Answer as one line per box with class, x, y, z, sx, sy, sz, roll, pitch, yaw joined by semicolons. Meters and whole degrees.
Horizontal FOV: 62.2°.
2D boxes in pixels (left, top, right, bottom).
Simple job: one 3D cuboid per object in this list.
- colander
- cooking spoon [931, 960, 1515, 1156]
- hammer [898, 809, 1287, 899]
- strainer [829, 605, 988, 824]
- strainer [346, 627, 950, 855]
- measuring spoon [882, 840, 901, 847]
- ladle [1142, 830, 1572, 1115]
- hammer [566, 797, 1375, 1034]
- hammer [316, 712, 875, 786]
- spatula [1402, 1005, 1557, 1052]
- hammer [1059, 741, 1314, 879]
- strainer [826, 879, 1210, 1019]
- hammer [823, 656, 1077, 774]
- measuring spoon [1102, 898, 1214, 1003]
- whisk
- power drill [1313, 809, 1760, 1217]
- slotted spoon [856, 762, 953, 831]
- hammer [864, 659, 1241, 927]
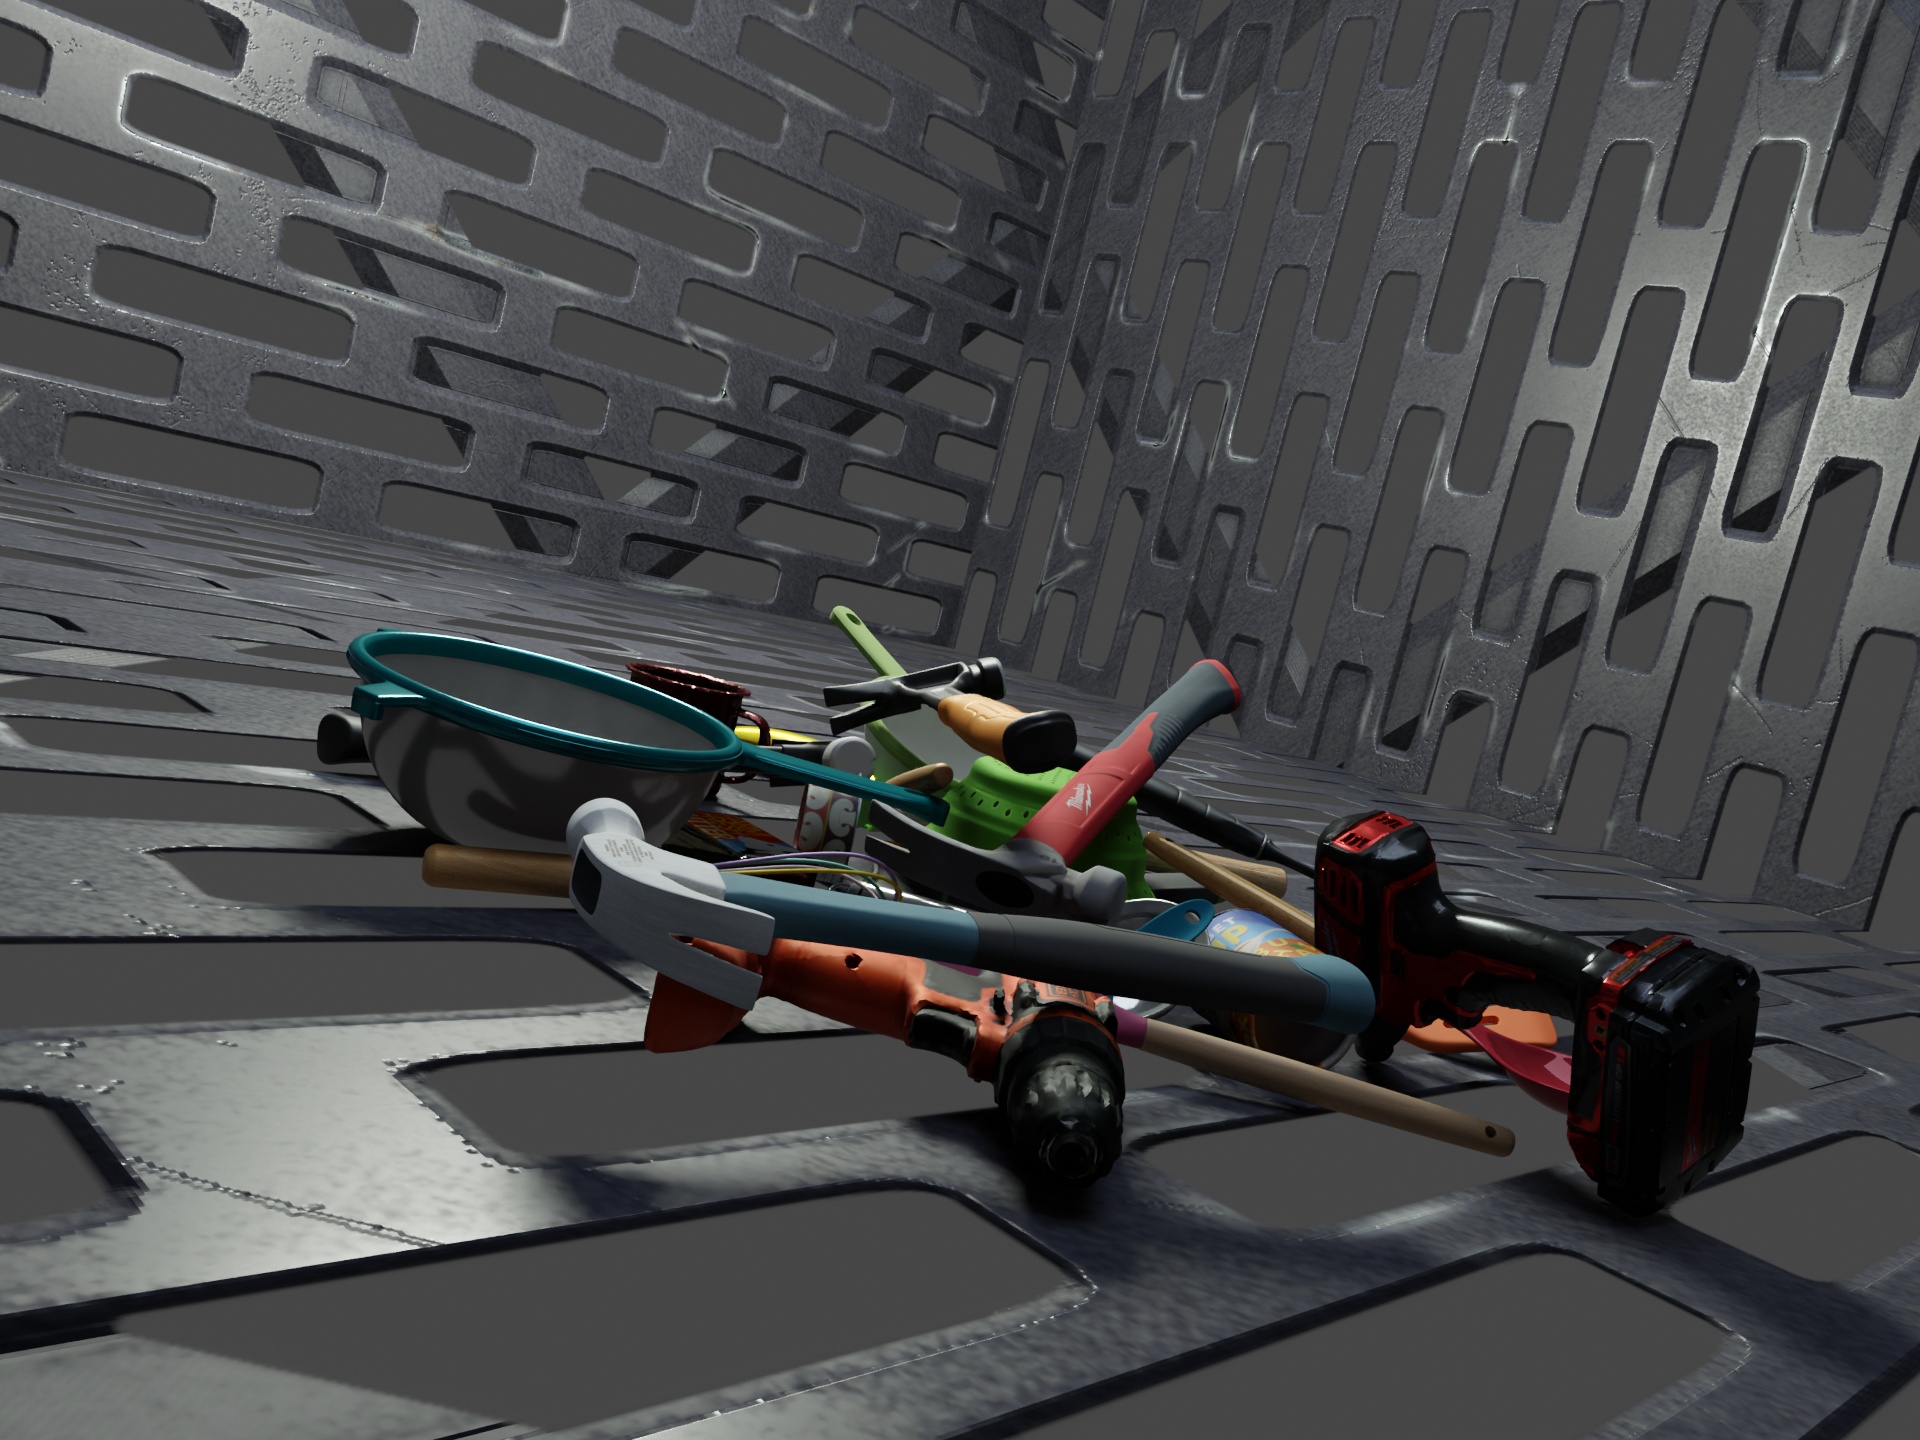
colander;0.100;0.085;1.101;0.205;0.094;0.396;18;7;36
cooking spoon;0.110;0.156;0.752;0.319;0.069;0.017;17;-39;-2
hammer;0.110;0.100;1.296;0.331;0.031;0.130;13;5;-10
strainer;-0.046;0.006;1.219;0.151;0.069;0.257;9;30;-43
strainer;-0.173;0.043;0.879;0.340;0.095;0.211;16;7;-19
measuring spoon;-0.013;0.097;1.150;0.116;0.011;0.021;8;5;-23
ladle;0.237;0.143;0.919;0.316;0.031;0.069;30;17;27
hammer;0.014;0.087;0.627;0.330;0.033;0.128;11;10;-19
hammer;-0.234;0.020;1.022;0.334;0.035;0.146;3;-3;-21
spatula;0.187;0.152;0.931;0.322;0.041;0.081;11;30;-11
hammer;0.224;0.097;1.119;0.409;0.036;0.149;26;-5;23
strainer;0.034;0.121;0.872;0.258;0.050;0.087;11;47;29
hammer;-0.002;-0.003;0.968;0.127;0.034;0.337;-12;8;-10
measuring spoon;0.083;0.125;0.799;0.128;0.021;0.042;-27;62;-36
whisk;-0.145;0.087;0.806;0.245;0.051;0.047;7;-13;-22
power drill;0.269;0.143;0.793;0.078;0.143;0.220;-22;28;-31
slotted spoon;-0.049;0.049;1.064;0.070;0.031;0.314;34;-13;-8
hammer;0.086;0.024;0.982;0.143;0.038;0.386;18;24;19
